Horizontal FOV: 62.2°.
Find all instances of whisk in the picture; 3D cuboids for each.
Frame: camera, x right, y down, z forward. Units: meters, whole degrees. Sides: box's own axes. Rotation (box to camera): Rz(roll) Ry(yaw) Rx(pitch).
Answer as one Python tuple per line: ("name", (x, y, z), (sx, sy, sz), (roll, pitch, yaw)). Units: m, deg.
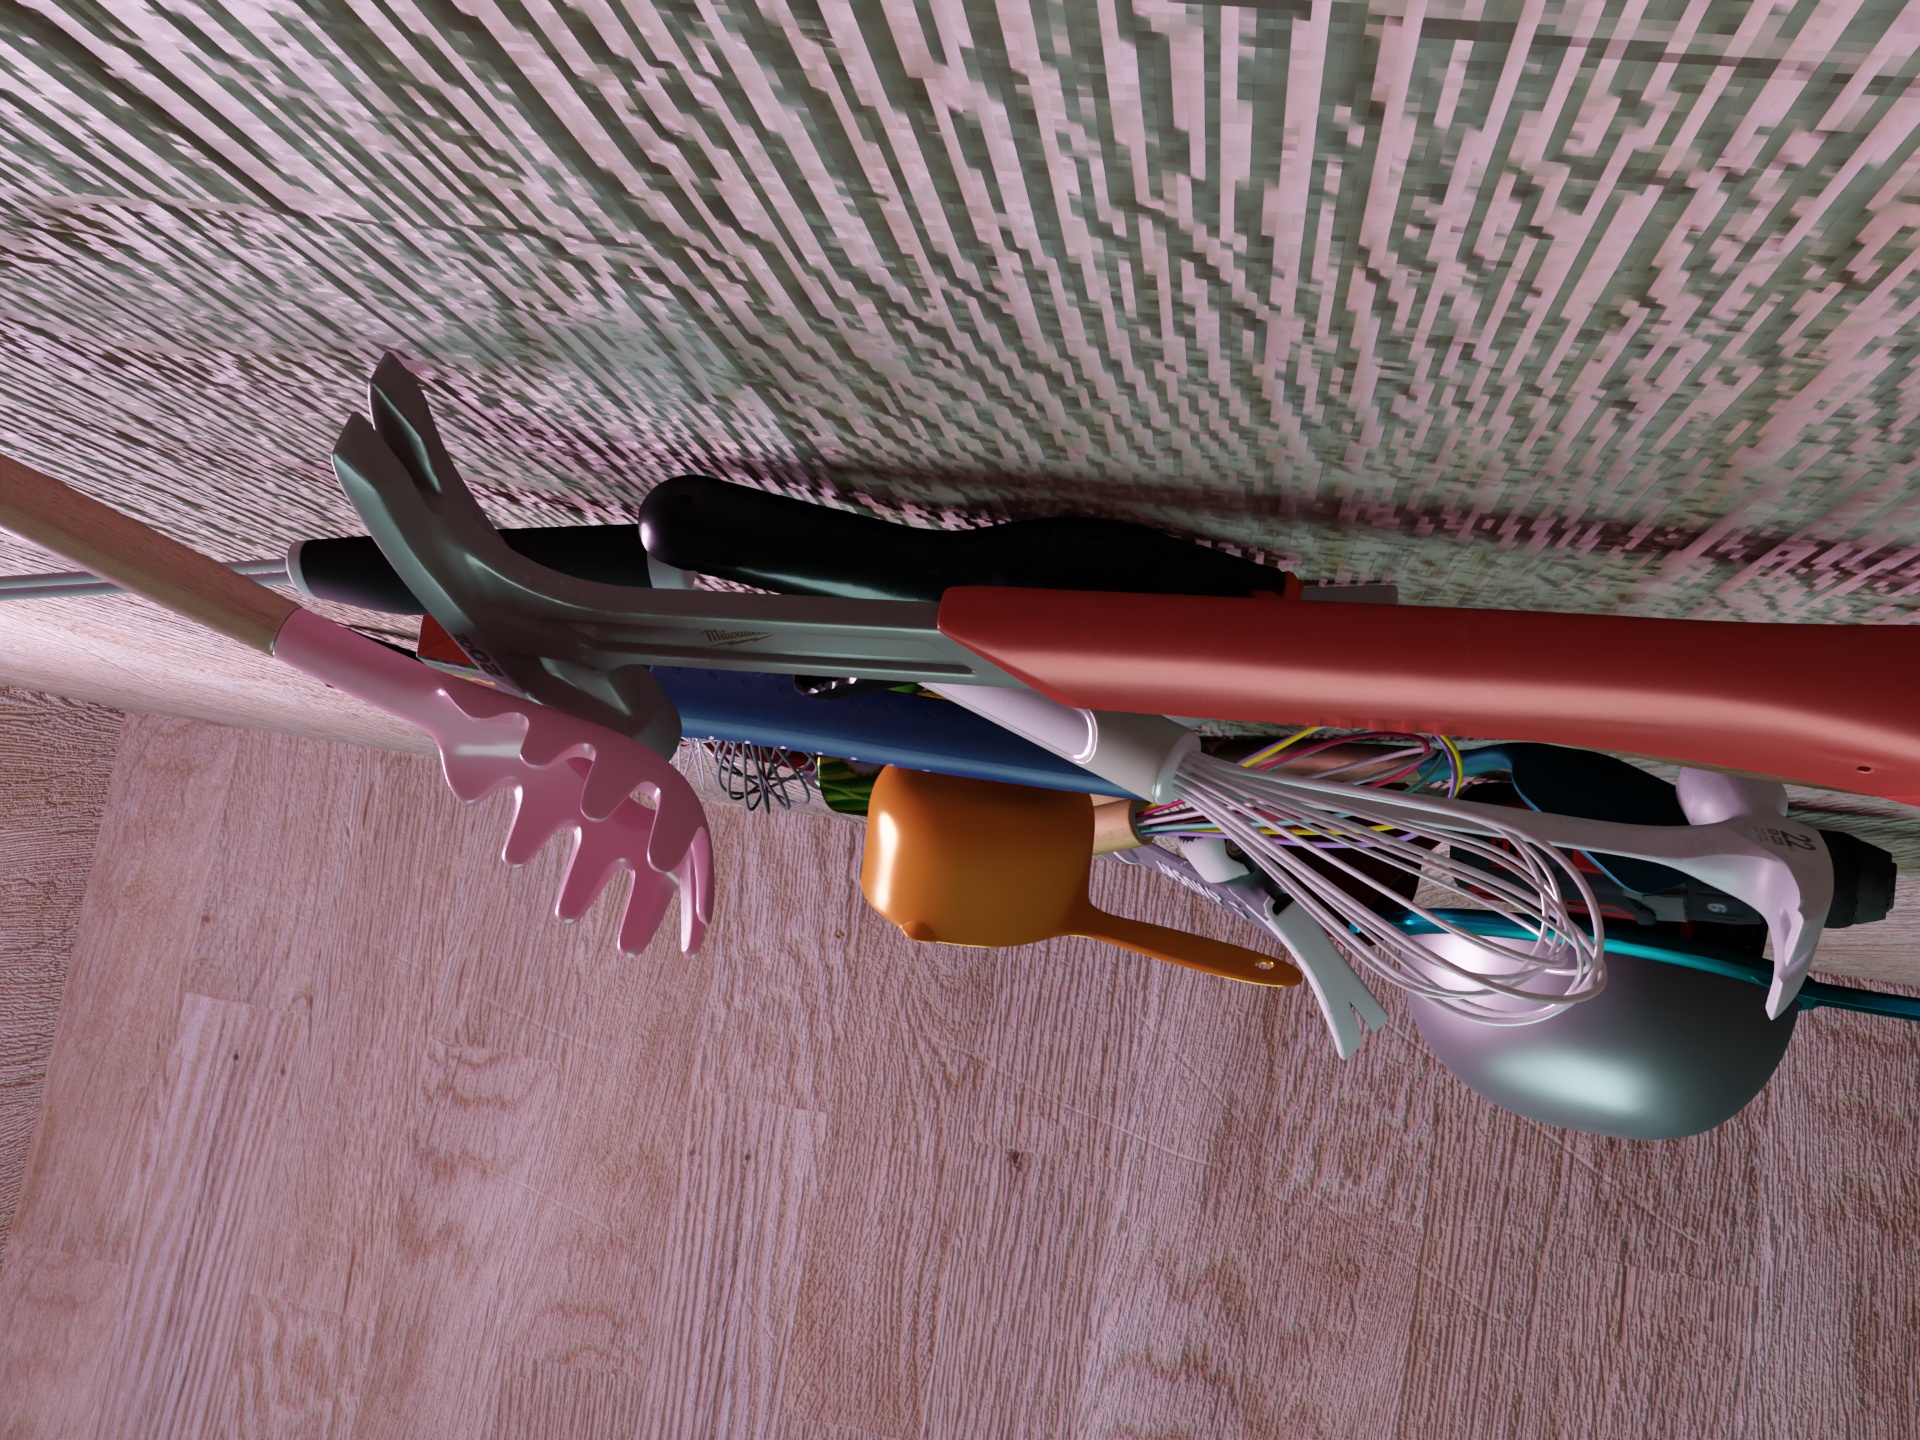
("whisk", (0.095, 0.035, 0.679), (0.245, 0.051, 0.047), (-15, 138, 36))
("whisk", (-0.143, -0.007, 0.832), (0.070, 0.070, 0.284), (10, 169, -4))
("whisk", (-0.100, 0.000, 0.758), (0.055, 0.055, 0.238), (9, 163, 2))
("whisk", (0.071, 0.018, 0.470), (0.246, 0.057, 0.059), (27, -150, 26))

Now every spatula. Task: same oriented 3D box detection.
("spatula", (0.190, 0.030, 0.708), (0.082, 0.044, 0.317), (-15, -171, -30))

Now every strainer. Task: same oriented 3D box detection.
("strainer", (0.371, 0.166, 0.782), (0.340, 0.095, 0.210), (3, 165, 44))

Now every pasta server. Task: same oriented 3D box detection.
("pasta server", (-0.199, -0.029, 0.403), (0.316, 0.040, 0.060), (27, 143, -3))

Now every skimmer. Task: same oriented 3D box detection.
("skimmer", (-0.264, -0.074, 0.507), (0.363, 0.090, 0.127), (-2, 169, 6))

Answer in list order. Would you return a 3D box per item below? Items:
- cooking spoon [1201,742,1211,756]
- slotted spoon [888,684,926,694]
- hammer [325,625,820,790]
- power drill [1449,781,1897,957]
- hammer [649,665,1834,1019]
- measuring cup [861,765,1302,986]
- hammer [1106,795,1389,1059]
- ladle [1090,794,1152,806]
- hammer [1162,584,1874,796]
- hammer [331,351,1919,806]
("cooking spoon", (0.038, -0.012, 0.661), (0.069, 0.017, 0.318), (5, 172, 33))
("slotted spoon", (-0.001, -0.002, 0.778), (0.070, 0.031, 0.313), (-3, 171, 24))
("hammer", (-0.204, -0.002, 1.022), (0.386, 0.038, 0.143), (13, 171, -34))
("power drill", (0.364, 0.083, 0.805), (0.188, 0.080, 0.226), (5, 170, 31))
("hammer", (0.087, 0.021, 0.552), (0.405, 0.035, 0.144), (9, -157, 9))
("measuring cup", (0.044, 0.051, 0.584), (0.174, 0.052, 0.095), (14, -155, 25))
("hammer", (0.104, 0.075, 0.901), (0.149, 0.036, 0.409), (51, 173, -15))
("ladle", (0.011, 0.029, 0.884), (0.069, 0.031, 0.315), (-8, -173, -29))
("hammer", (0.220, 0.002, 0.471), (0.331, 0.031, 0.130), (8, 174, 5))
("hammer", (0.044, -0.020, 0.362), (0.359, 0.037, 0.149), (4, 150, 16))
